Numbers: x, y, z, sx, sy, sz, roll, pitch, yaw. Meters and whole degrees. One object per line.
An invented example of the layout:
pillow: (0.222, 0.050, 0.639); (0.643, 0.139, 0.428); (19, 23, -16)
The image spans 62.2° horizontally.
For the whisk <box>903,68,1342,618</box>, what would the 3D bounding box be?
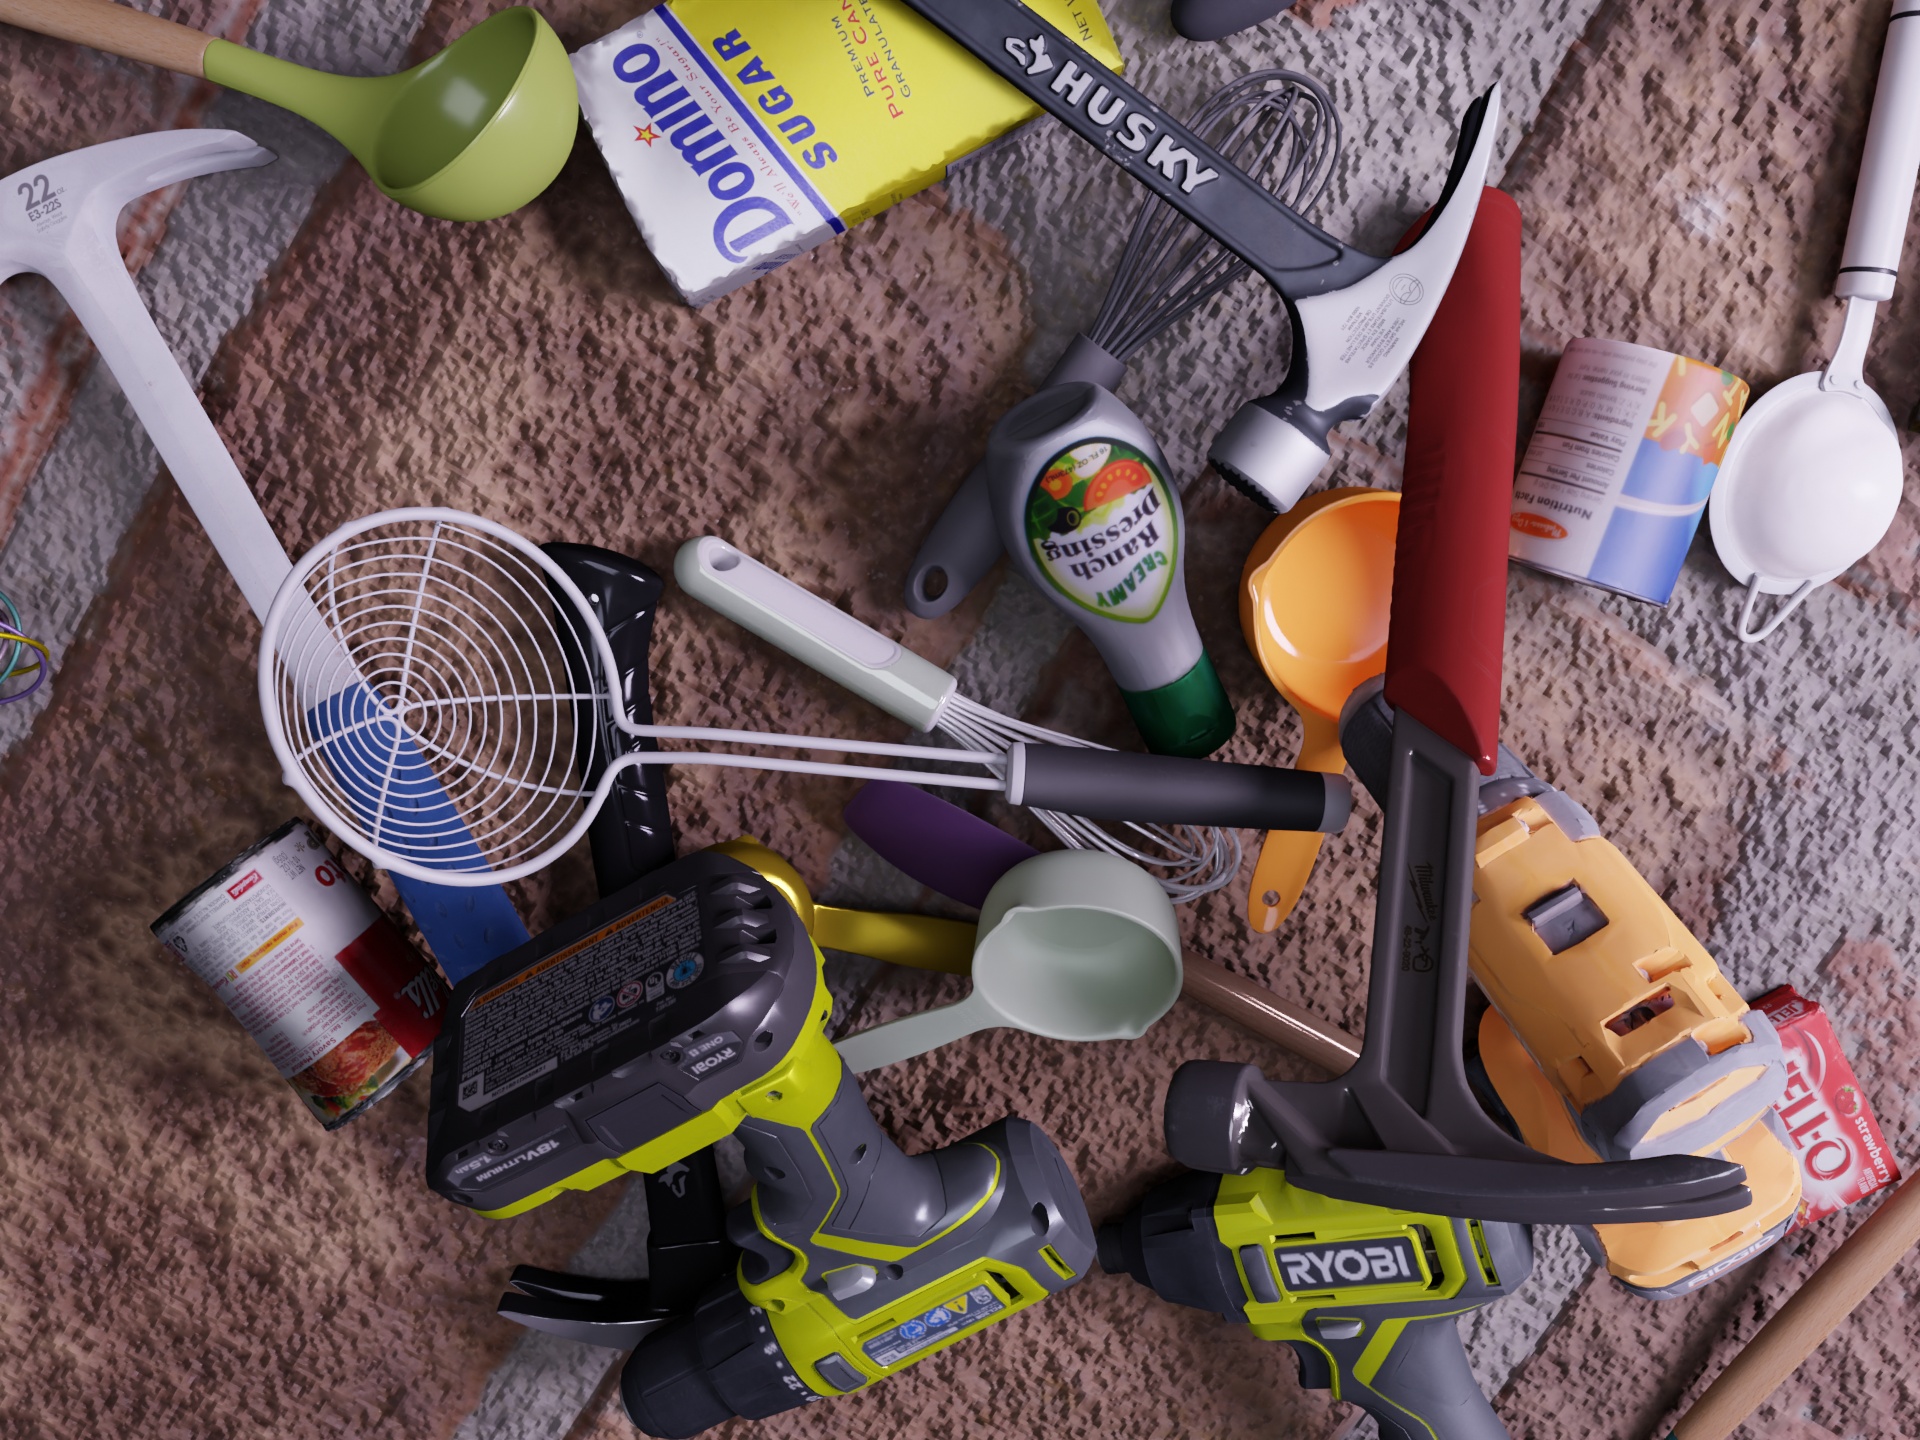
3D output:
whisk: (0.054, -0.132, 0.584); (0.055, 0.055, 0.239); (36, 103, -8)

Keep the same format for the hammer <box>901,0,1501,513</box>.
hammer: (-0.009, -0.248, 0.515); (0.409, 0.036, 0.149); (37, 97, -4)

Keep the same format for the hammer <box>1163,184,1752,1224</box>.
hammer: (0.162, -0.029, 0.498); (0.149, 0.036, 0.359); (-3, 59, 29)

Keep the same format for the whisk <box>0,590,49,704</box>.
whisk: (-0.463, -0.011, 0.596); (0.245, 0.047, 0.051); (-10, 103, 4)

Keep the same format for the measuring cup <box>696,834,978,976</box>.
measuring cup: (-0.037, 0.084, 0.614); (0.156, 0.029, 0.062); (11, 91, -19)

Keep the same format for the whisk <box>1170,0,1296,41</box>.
whisk: (0.199, -0.315, 0.544); (0.284, 0.070, 0.070); (-29, 101, 9)

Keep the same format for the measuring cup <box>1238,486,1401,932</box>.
measuring cup: (0.137, -0.005, 0.608); (0.095, 0.052, 0.173); (15, 105, -5)

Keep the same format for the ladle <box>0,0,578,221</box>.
ladle: (-0.279, -0.237, 0.532); (0.320, 0.062, 0.078); (18, 71, 4)

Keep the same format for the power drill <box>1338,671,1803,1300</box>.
power drill: (0.211, 0.094, 0.563); (0.084, 0.186, 0.226); (-33, 138, 6)

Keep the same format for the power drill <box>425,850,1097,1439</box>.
power drill: (-0.080, 0.167, 0.558); (0.190, 0.080, 0.228); (-28, 127, 7)

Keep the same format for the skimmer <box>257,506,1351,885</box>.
skimmer: (-0.038, 0.004, 0.537); (0.363, 0.090, 0.127); (5, 69, -4)

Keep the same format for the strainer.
strainer: (0.334, -0.153, 0.588); (0.086, 0.050, 0.258); (5, 99, -18)

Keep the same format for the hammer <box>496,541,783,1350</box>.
hammer: (-0.129, 0.096, 0.629); (0.146, 0.035, 0.334); (-6, 102, -1)

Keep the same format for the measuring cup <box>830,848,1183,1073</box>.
measuring cup: (0.008, 0.097, 0.606); (0.167, 0.038, 0.083); (-26, 124, 28)

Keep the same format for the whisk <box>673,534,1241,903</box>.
whisk: (-0.001, -0.002, 0.608); (0.246, 0.058, 0.059); (31, 137, -3)

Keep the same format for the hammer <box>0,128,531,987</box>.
hammer: (-0.229, -0.021, 0.581); (0.144, 0.035, 0.405); (-29, 94, 4)

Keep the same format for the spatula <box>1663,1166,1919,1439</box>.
spatula: (0.326, 0.293, 0.666); (0.082, 0.044, 0.317); (33, 106, 2)

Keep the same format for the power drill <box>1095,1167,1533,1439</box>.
power drill: (0.161, 0.279, 0.643); (0.171, 0.080, 0.223); (-15, 100, 26)

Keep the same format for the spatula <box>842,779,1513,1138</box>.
spatula: (0.095, 0.104, 0.639); (0.315, 0.018, 0.059); (28, 142, -10)
